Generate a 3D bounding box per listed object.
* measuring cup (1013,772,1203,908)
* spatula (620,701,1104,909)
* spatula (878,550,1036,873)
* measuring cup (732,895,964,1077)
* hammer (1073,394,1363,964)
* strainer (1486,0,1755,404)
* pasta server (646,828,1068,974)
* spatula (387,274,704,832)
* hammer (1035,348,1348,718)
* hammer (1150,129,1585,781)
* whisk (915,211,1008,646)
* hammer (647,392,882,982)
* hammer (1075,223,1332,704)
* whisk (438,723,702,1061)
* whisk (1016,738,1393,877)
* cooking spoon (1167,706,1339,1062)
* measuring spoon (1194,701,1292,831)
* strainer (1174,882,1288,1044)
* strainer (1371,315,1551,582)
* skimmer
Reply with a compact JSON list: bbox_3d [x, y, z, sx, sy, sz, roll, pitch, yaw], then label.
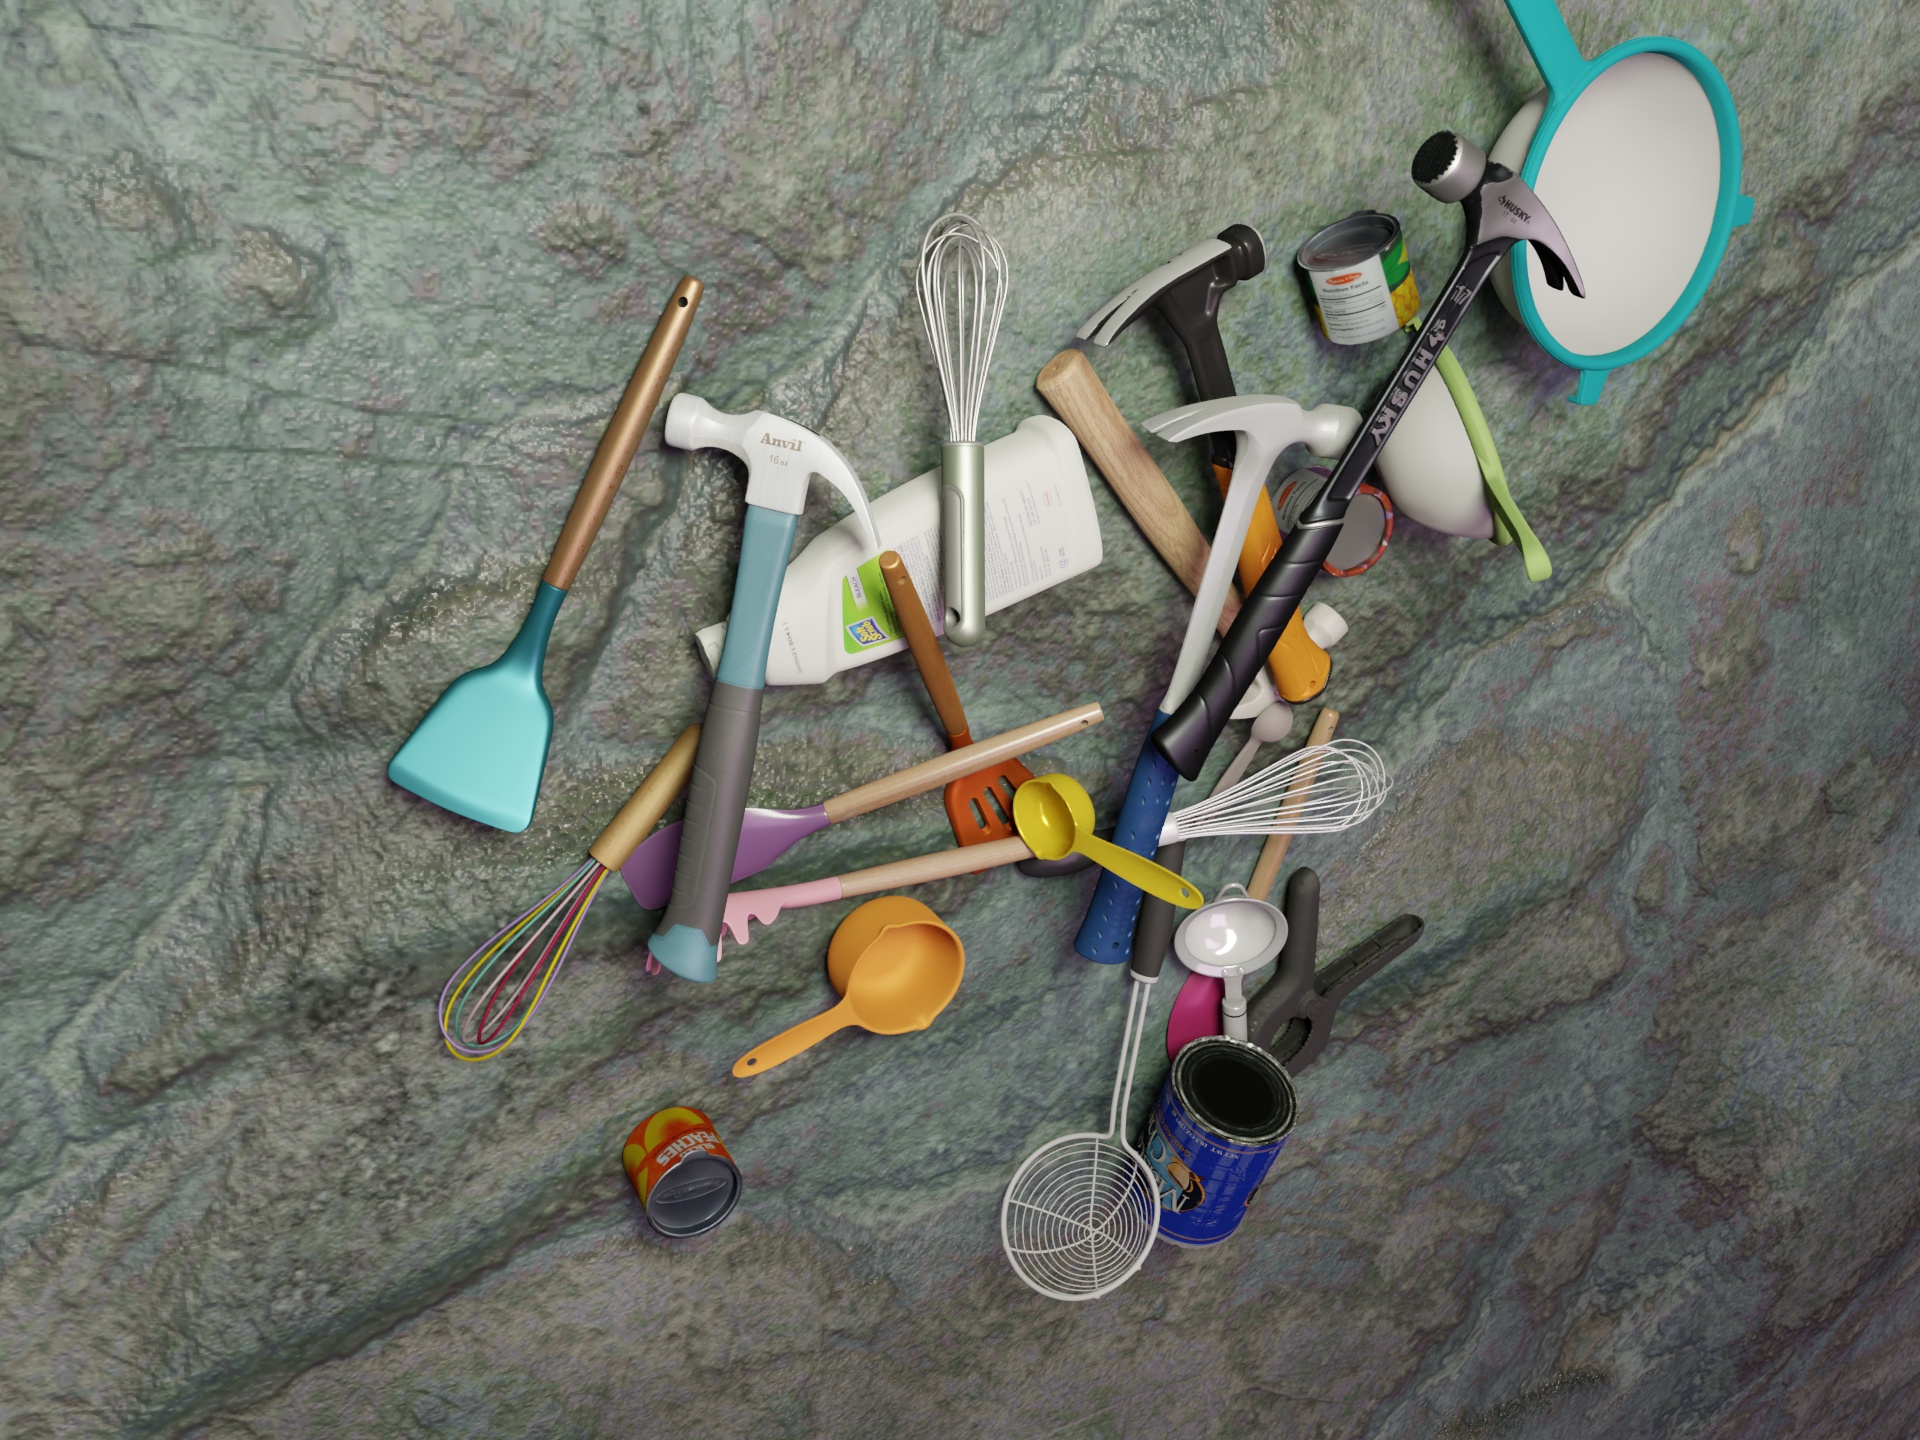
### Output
[{"bbox_3d":[0.101,0.081,1.041,0.029,0.157,0.062,-24,130,-42],"label":"measuring cup"},{"bbox_3d":[-0.060,0.047,0.994,0.316,0.018,0.059,-20,125,-1],"label":"spatula"},{"bbox_3d":[-0.002,-0.003,1.000,0.081,0.041,0.322,-37,149,-10],"label":"spatula"},{"bbox_3d":[-0.083,0.182,1.073,0.173,0.052,0.095,-28,124,-14],"label":"measuring cup"},{"bbox_3d":[0.139,-0.017,1.044,0.144,0.035,0.405,2,116,-27],"label":"hammer"},{"bbox_3d":[0.384,-0.387,1.045,0.211,0.095,0.340,-49,125,-4],"label":"strainer"},{"bbox_3d":[-0.054,0.112,1.050,0.316,0.060,0.040,-10,91,-23],"label":"pasta server"},{"bbox_3d":[-0.211,-0.095,0.870,0.082,0.044,0.317,25,98,-9],"label":"spatula"},{"bbox_3d":[0.147,-0.118,1.074,0.130,0.031,0.331,-46,126,-4],"label":"hammer"},{"bbox_3d":[0.235,-0.139,0.979,0.149,0.036,0.409,19,108,-34],"label":"hammer"},{"bbox_3d":[0.001,-0.165,0.910,0.059,0.058,0.246,-3,94,-40],"label":"whisk"},{"bbox_3d":[-0.130,-0.009,0.906,0.128,0.033,0.331,12,102,-1],"label":"hammer"},{"bbox_3d":[0.181,-0.142,1.042,0.127,0.034,0.336,-34,124,-14],"label":"hammer"},{"bbox_3d":[-0.226,0.105,0.959,0.051,0.047,0.245,40,86,-36],"label":"whisk"},{"bbox_3d":[0.177,0.071,1.148,0.284,0.070,0.070,-13,119,-8],"label":"whisk"},{"bbox_3d":[0.233,0.137,1.254,0.068,0.017,0.318,7,110,-33],"label":"cooking spoon"},{"bbox_3d":[0.210,0.040,1.178,0.034,0.018,0.124,1,127,-46],"label":"measuring spoon"},{"bbox_3d":[0.213,0.216,1.248,0.087,0.050,0.258,-7,121,2],"label":"strainer"},{"bbox_3d":[0.321,-0.151,1.050,0.069,0.257,0.151,-20,121,13],"label":"strainer"},{"bbox_3d":[0.113,0.254,1.194,0.090,0.127,0.363,-8,111,-52],"label":"skimmer"}]
